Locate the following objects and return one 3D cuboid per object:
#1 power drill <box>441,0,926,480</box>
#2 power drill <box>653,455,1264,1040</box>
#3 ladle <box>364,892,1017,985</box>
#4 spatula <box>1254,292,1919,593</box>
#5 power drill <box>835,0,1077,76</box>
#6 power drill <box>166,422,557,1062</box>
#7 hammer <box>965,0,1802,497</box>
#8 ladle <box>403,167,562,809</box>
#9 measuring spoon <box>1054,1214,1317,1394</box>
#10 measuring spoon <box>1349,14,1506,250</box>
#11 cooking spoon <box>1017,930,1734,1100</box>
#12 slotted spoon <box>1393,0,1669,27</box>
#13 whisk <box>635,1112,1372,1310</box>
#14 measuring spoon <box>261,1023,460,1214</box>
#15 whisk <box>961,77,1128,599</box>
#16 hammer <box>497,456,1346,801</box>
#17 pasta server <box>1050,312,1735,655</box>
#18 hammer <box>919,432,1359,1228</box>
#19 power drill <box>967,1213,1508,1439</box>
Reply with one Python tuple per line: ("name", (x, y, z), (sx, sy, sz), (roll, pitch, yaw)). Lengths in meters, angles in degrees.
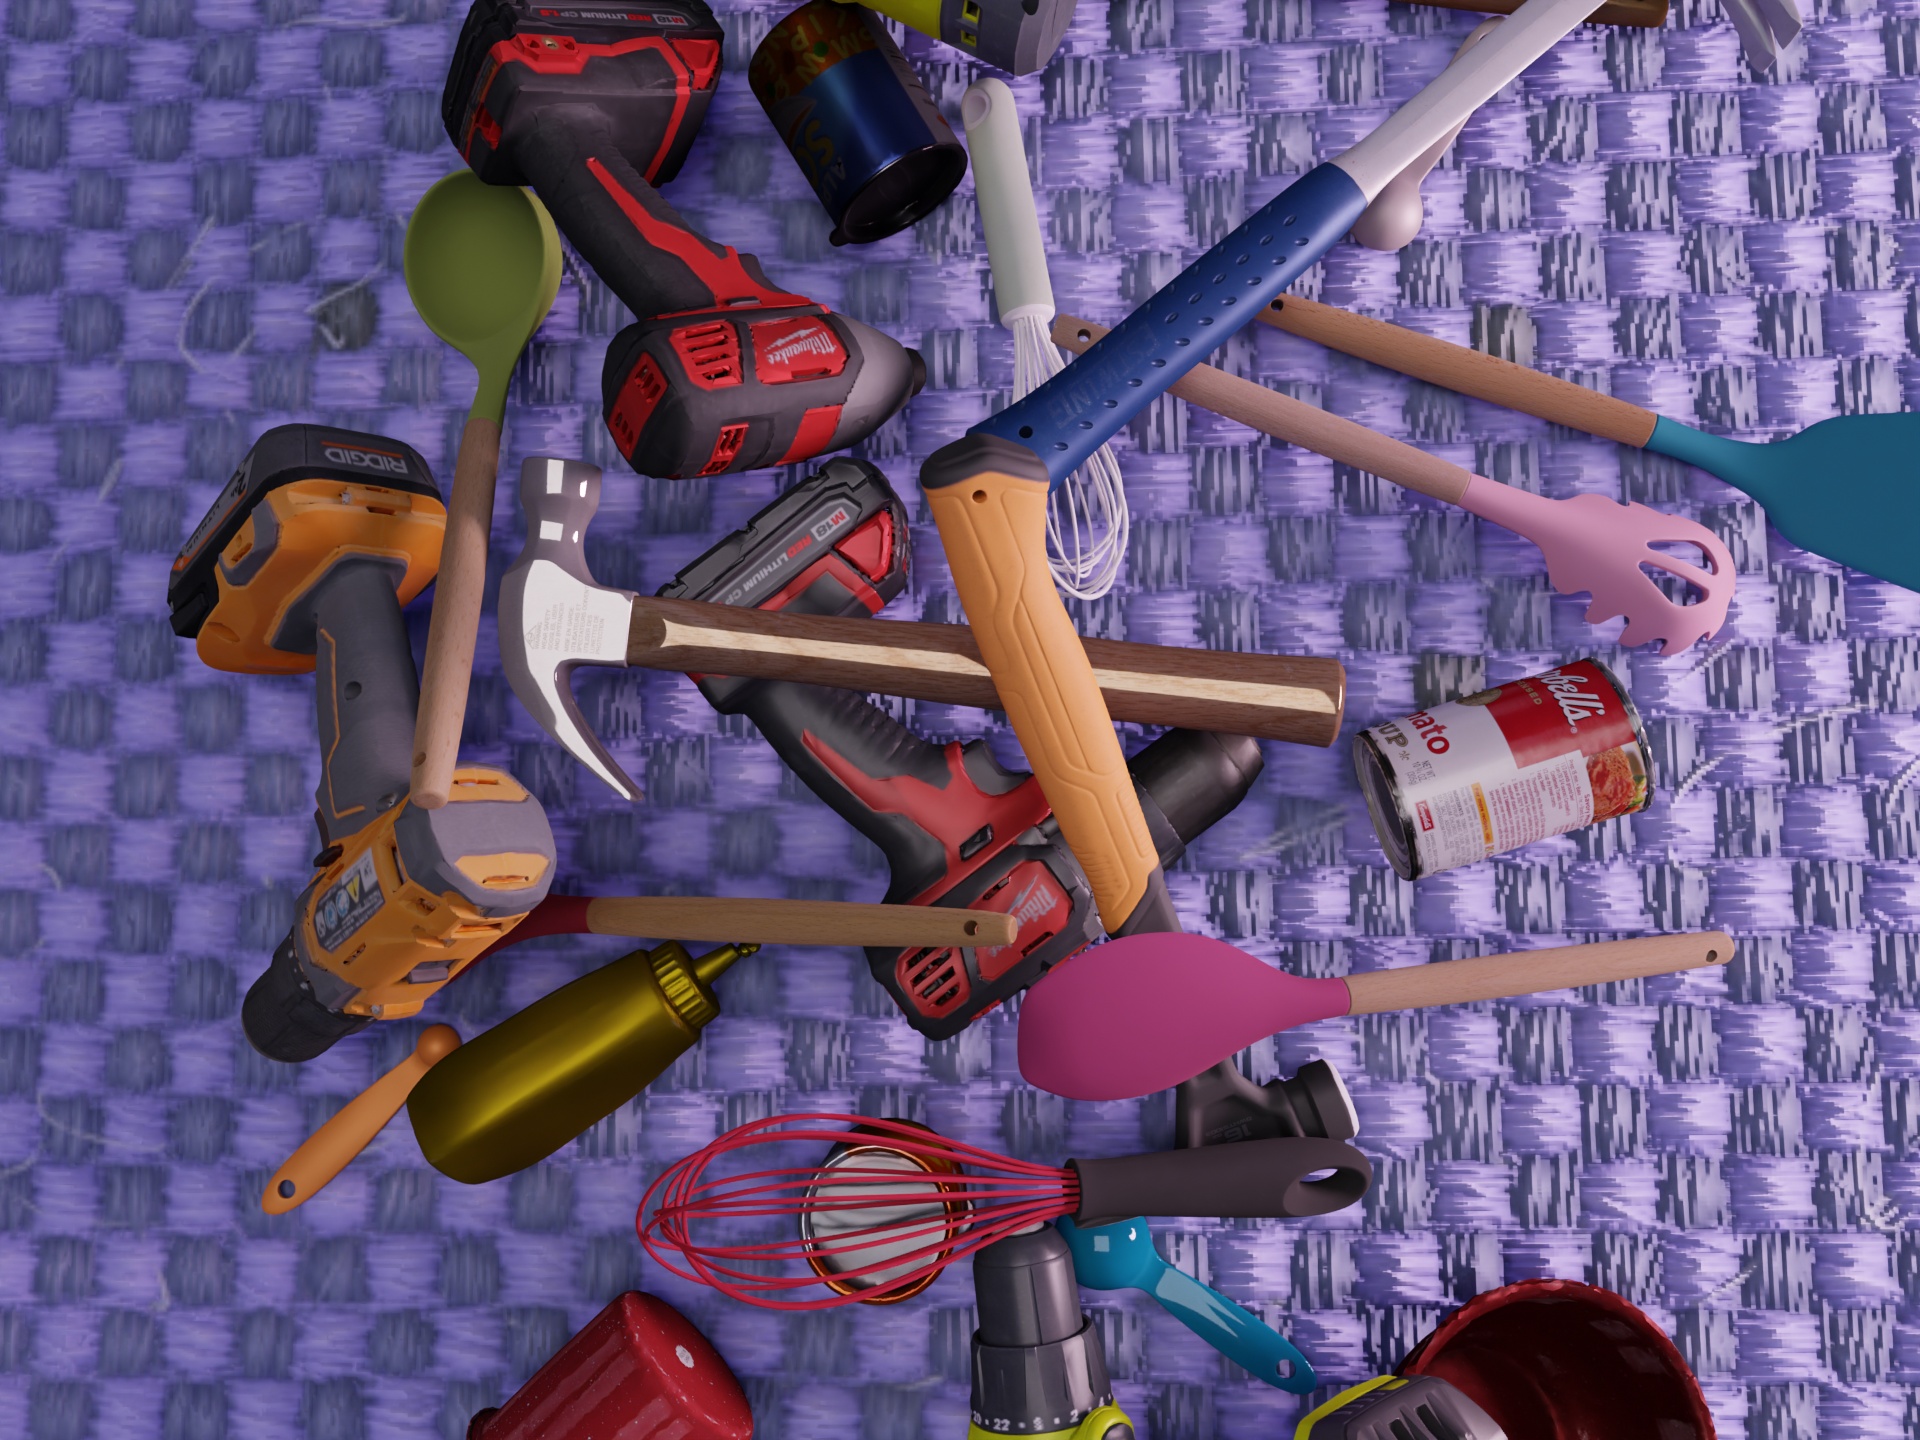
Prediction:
("power drill", (-0.111, -0.200, 0.661), (0.143, 0.078, 0.220), (-18, 69, -40))
("power drill", (-0.001, -0.002, 0.677), (0.188, 0.080, 0.227), (-36, 87, 0))
("ladle", (-0.127, 0.082, 0.651), (0.315, 0.031, 0.069), (-1, 80, 21))
("spatula", (0.275, -0.137, 0.684), (0.317, 0.044, 0.082), (19, 90, 6))
("power drill", (0.003, -0.398, 0.679), (0.171, 0.080, 0.223), (27, 73, 5))
("power drill", (-0.260, 0.017, 0.657), (0.185, 0.084, 0.226), (-38, 65, 33))
("hammer", (0.172, -0.225, 0.660), (0.405, 0.035, 0.144), (-41, 82, -8))
("ladle", (-0.203, -0.106, 0.638), (0.078, 0.062, 0.320), (-23, 50, 22))
("measuring spoon", (0.096, 0.247, 0.674), (0.128, 0.021, 0.042), (33, 88, 7))
("measuring spoon", (0.213, -0.266, 0.711), (0.034, 0.018, 0.124), (31, 86, 6))
("cooking spoon", (0.174, 0.106, 0.630), (0.318, 0.017, 0.068), (-4, 107, -17))
("slotted spoon", (0.158, -0.337, 0.715), (0.314, 0.031, 0.070), (9, 68, 3))
("whisk", (0.025, 0.183, 0.615), (0.295, 0.073, 0.073), (1, 85, -15))
("measuring spoon", (-0.269, 0.179, 0.709), (0.117, 0.011, 0.021), (-43, 84, 0))
("whisk", (0.032, -0.171, 0.704), (0.058, 0.059, 0.246), (-18, 77, 41))
("hammer", (-0.016, -0.021, 0.626), (0.331, 0.031, 0.130), (6, 89, 0))
("pasta server", (0.186, -0.107, 0.678), (0.316, 0.040, 0.060), (22, 87, 1))
("hammer", (0.051, 0.052, 0.610), (0.127, 0.034, 0.336), (-21, 114, 3))
("power drill", (0.087, 0.289, 0.592), (0.080, 0.228, 0.190), (-3, 84, -41))
